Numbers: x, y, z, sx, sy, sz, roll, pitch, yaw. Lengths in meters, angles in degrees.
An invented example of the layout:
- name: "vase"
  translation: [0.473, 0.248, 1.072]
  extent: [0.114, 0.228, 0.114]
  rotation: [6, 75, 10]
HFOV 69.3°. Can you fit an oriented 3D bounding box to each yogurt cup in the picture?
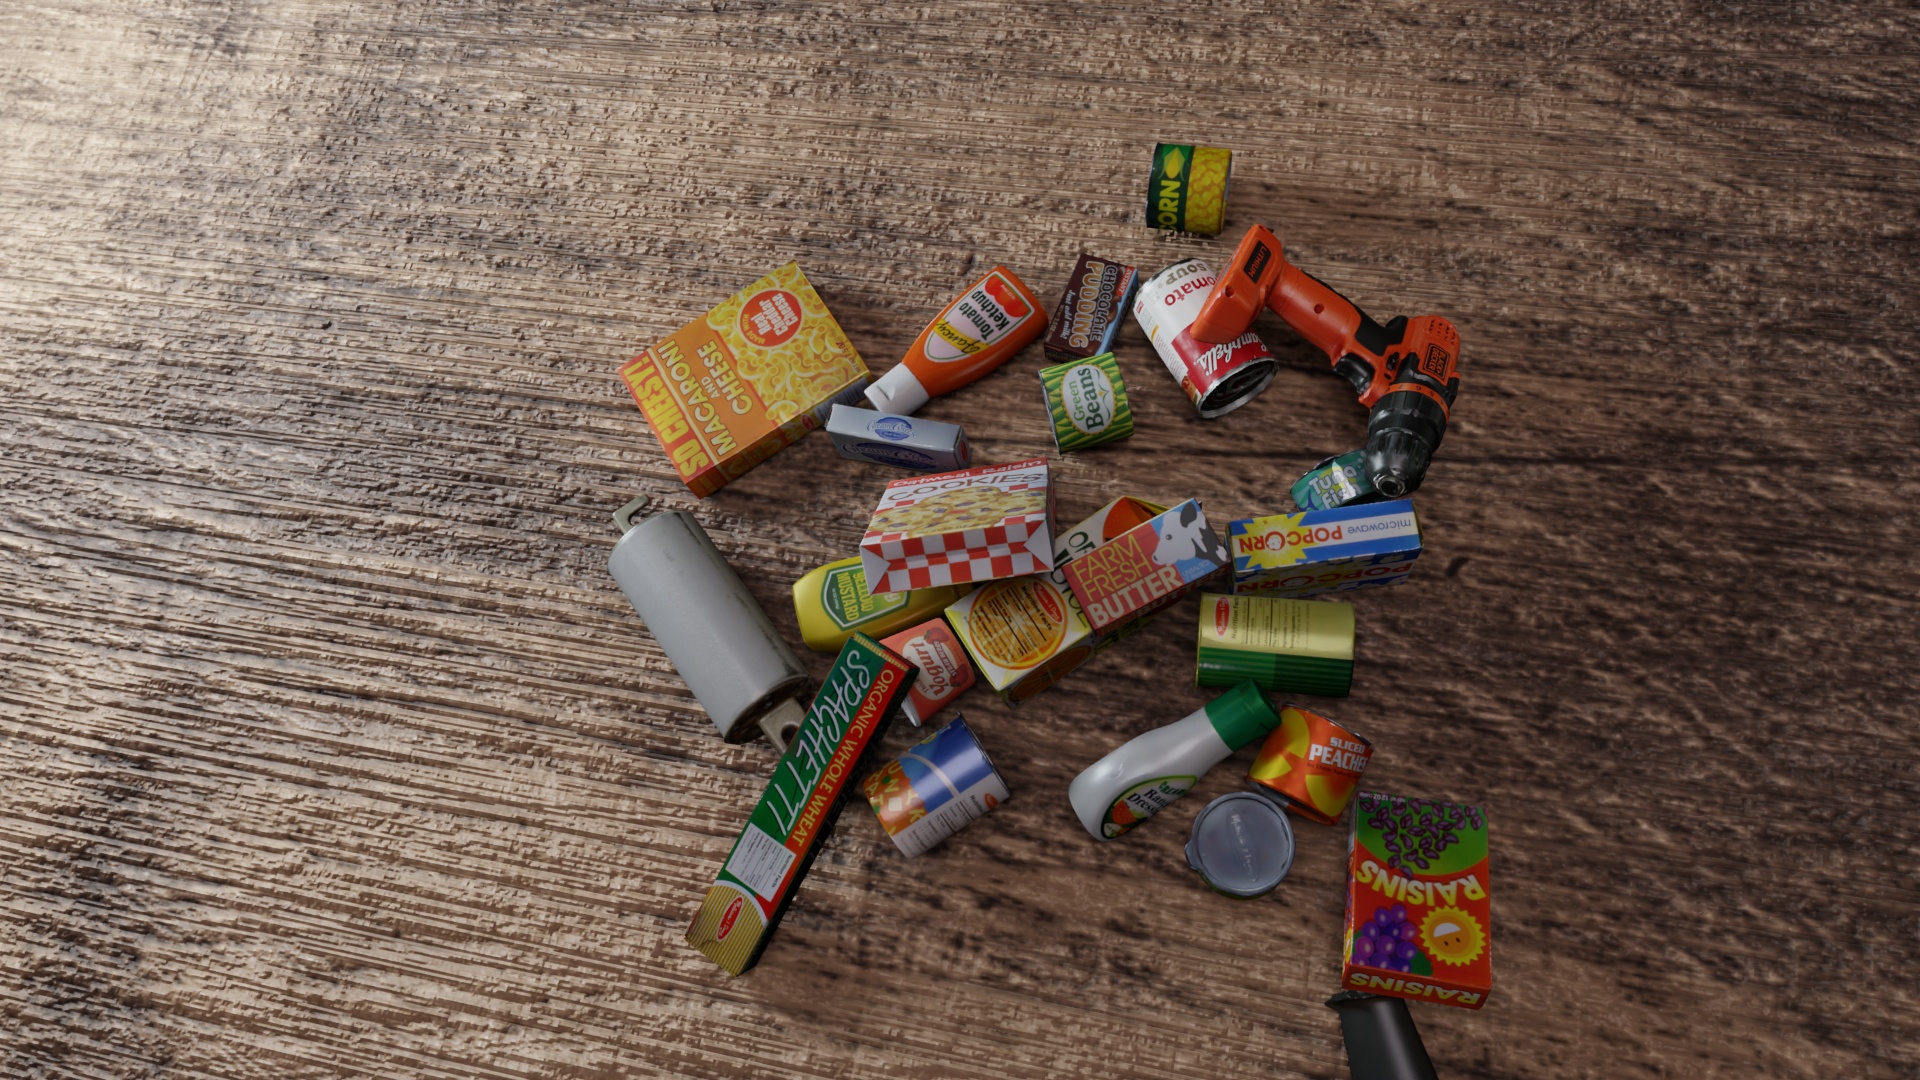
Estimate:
- name: "yogurt cup"
  translation: [-0.025, 0.091, 0.991]
  extent: [0.054, 0.072, 0.072]
  rotation: [-29, 69, -10]

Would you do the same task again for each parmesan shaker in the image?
- name: "parmesan shaker"
  translation: [0.215, 0.074, 0.955]
  extent: [0.103, 0.071, 0.071]
  rotation: [4, 72, 10]

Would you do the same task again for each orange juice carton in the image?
- name: "orange juice carton"
  translation: [0.092, 0.034, 0.986]
  extent: [0.193, 0.071, 0.073]
  rotation: [-33, 70, -3]

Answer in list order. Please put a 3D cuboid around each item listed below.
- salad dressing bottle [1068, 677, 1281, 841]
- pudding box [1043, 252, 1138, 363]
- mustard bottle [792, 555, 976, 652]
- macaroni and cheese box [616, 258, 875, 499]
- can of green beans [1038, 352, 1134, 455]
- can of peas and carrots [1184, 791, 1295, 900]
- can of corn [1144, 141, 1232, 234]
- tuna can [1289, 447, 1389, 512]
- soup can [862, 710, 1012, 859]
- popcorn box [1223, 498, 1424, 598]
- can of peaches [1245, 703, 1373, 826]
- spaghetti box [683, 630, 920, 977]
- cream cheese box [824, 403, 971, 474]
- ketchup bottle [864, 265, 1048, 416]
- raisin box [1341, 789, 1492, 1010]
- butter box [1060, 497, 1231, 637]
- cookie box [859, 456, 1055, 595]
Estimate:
- name: "salad dressing bottle"
  translation: [0.144, 0.146, 0.932]
  extent: [0.147, 0.064, 0.044]
  rotation: [-36, 49, 13]
- name: "pudding box"
  translation: [0.102, -0.176, 1.079]
  extent: [0.050, 0.030, 0.084]
  rotation: [20, 76, 14]
- name: "mustard bottle"
  translation: [-0.041, 0.034, 1.020]
  extent: [0.160, 0.048, 0.065]
  rotation: [-18, 73, 3]
- name: "macaroni and cheese box"
  translation: [-0.169, -0.127, 1.100]
  extent: [0.166, 0.040, 0.124]
  rotation: [-33, 70, -3]
- name: "can of green beans"
  translation: [0.094, -0.102, 1.036]
  extent: [0.058, 0.071, 0.071]
  rotation: [-15, 70, 4]
- name: "can of peas and carrots"
  translation: [0.184, 0.204, 0.920]
  extent: [0.071, 0.058, 0.071]
  rotation: [-3, 71, 9]
- name: "can of corn"
  translation: [0.177, -0.272, 1.079]
  extent: [0.058, 0.071, 0.071]
  rotation: [8, 73, 11]
- name: "tuna can"
  translation: [0.270, -0.036, 0.982]
  extent: [0.071, 0.071, 0.033]
  rotation: [-23, 71, 1]
- name: "soup can"
  translation: [-0.017, 0.169, 0.962]
  extent: [0.084, 0.071, 0.071]
  rotation: [-33, 70, -2]
- name: "popcorn box"
  translation: [0.249, 0.009, 0.963]
  extent: [0.127, 0.085, 0.038]
  rotation: [-7, 72, 6]
- name: "can of peaches"
  translation: [0.233, 0.150, 0.925]
  extent: [0.071, 0.071, 0.058]
  rotation: [27, 79, 17]
- name: "spaghetti box"
  translation: [-0.108, 0.180, 0.953]
  extent: [0.050, 0.029, 0.249]
  rotation: [31, 96, 17]
- name: "cream cheese box"
  translation: [-0.047, -0.075, 1.056]
  extent: [0.104, 0.053, 0.024]
  rotation: [11, 71, 12]
- name: "ketchup bottle"
  translation: [-0.006, -0.146, 1.079]
  extent: [0.149, 0.043, 0.065]
  rotation: [-39, 69, -4]
- name: "raisin box"
  translation: [0.290, 0.227, 0.886]
  extent: [0.086, 0.039, 0.124]
  rotation: [7, 52, 10]
- name: "butter box"
  translation: [0.124, 0.018, 0.934]
  extent: [0.103, 0.024, 0.053]
  rotation: [-27, 70, -1]
- name: "cookie box"
  translation: [0.003, -0.012, 0.973]
  extent: [0.123, 0.168, 0.040]
  rotation: [-8, 106, 6]
